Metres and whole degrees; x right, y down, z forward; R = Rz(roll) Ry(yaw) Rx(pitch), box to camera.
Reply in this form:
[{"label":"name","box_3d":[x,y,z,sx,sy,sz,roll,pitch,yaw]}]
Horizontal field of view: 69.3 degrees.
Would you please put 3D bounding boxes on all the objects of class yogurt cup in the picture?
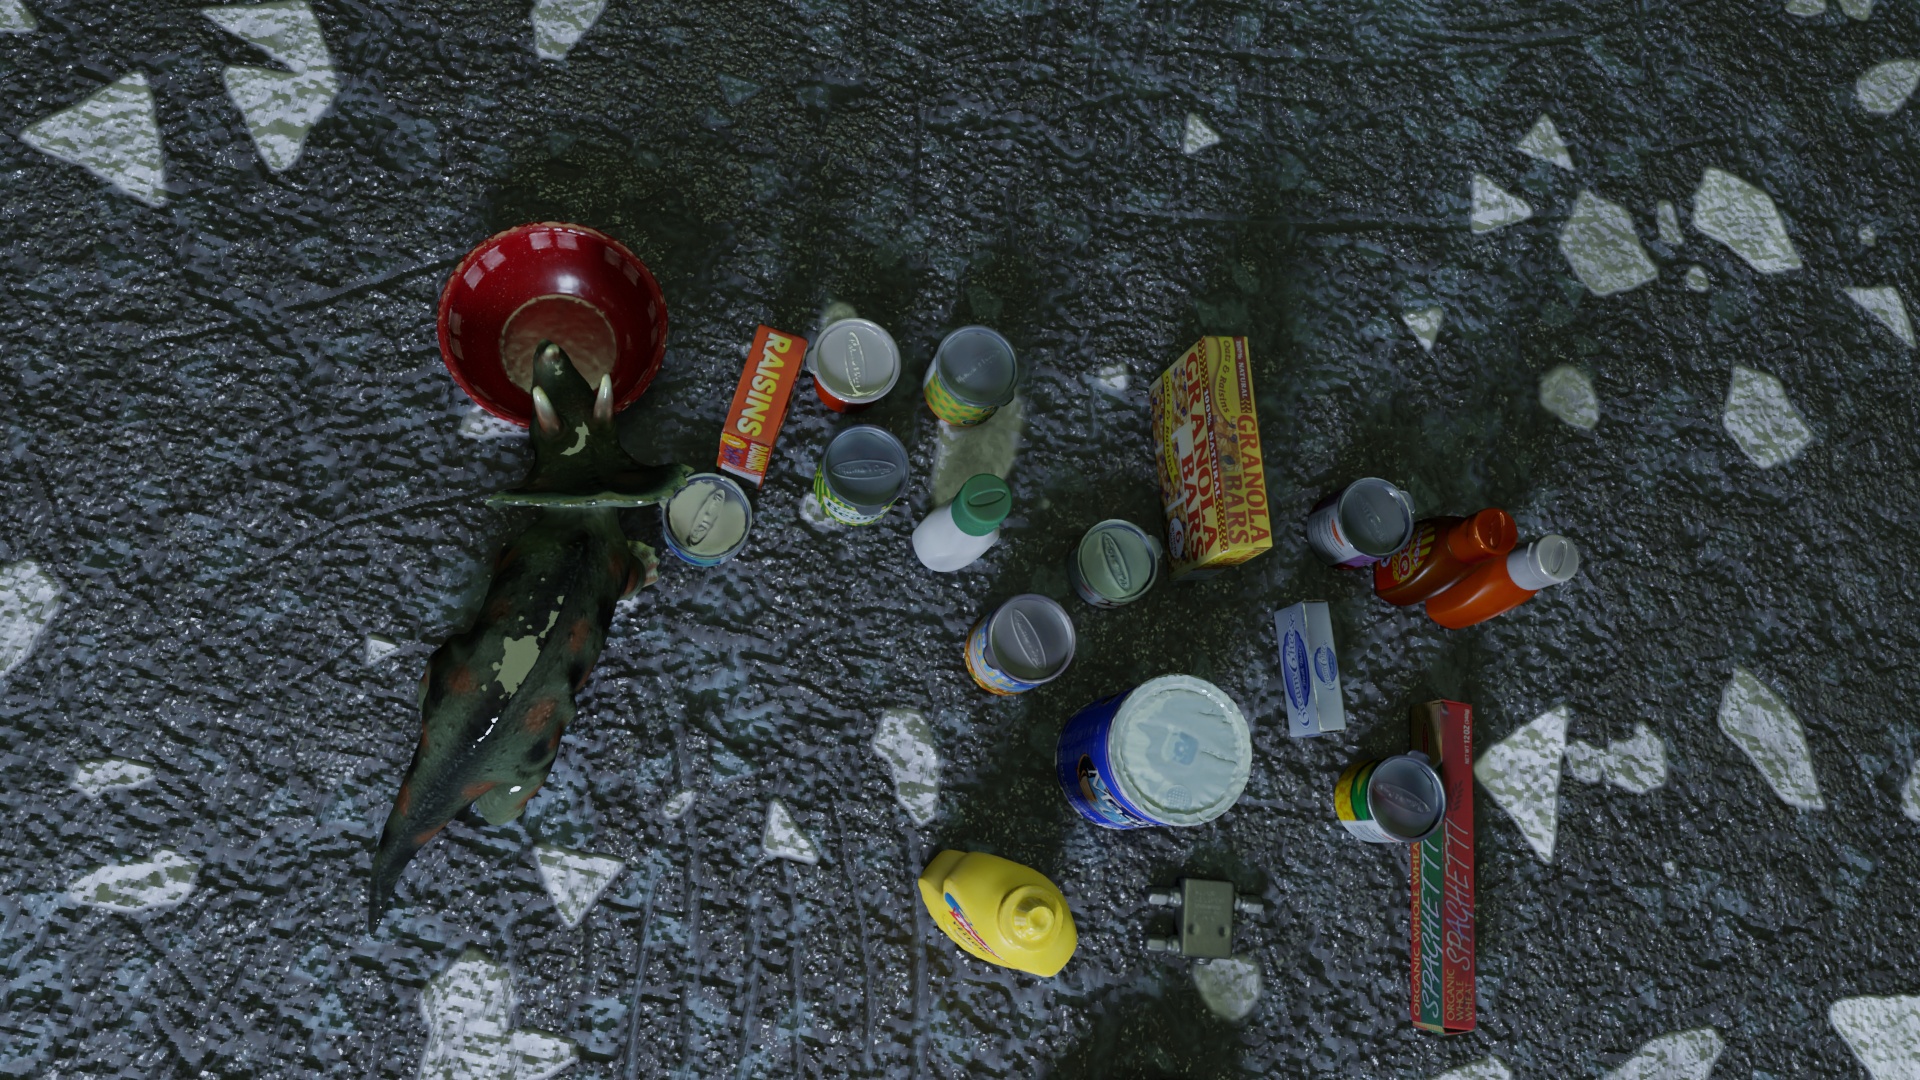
[{"label":"yogurt cup","box_3d":[-0.083,-0.131,1.071,0.072,0.053,0.072,3,76,-12]}]

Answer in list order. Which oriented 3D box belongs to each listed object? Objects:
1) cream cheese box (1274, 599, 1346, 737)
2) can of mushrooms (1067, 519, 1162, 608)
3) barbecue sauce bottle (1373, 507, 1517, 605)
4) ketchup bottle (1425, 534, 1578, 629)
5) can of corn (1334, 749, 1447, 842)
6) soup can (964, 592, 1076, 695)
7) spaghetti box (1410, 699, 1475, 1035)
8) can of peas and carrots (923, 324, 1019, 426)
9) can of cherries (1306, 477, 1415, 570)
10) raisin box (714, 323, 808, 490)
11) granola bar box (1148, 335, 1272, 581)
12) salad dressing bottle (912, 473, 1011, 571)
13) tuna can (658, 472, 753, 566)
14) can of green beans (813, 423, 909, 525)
[{"label":"cream cheese box","box_3d":[0.275,0.102,1.093,0.024,0.053,0.104,-2,77,-13]},{"label":"can of mushrooms","box_3d":[0.121,0.018,1.090,0.071,0.033,0.071,3,76,-12]},{"label":"barbecue sauce bottle","box_3d":[0.379,0.009,1.089,0.044,0.148,0.065,18,74,-8]},{"label":"ketchup bottle","box_3d":[0.425,0.028,1.094,0.043,0.148,0.065,26,73,-5]},{"label":"can of corn","box_3d":[0.334,0.199,1.081,0.071,0.058,0.071,3,76,-12]},{"label":"soup can","box_3d":[0.040,0.080,1.031,0.071,0.083,0.071,3,77,-12]},{"label":"spaghetti box","box_3d":[0.374,0.251,1.081,0.029,0.050,0.250,7,75,-11]},{"label":"can of peas and carrots","box_3d":[0.009,-0.126,1.087,0.071,0.058,0.071,3,76,-12]},{"label":"can of cherries","box_3d":[0.326,-0.013,1.130,0.071,0.058,0.071,3,76,-12]},{"label":"raisin box","box_3d":[-0.146,-0.094,1.012,0.040,0.123,0.086,19,74,-8]},{"label":"granola bar box","box_3d":[0.192,-0.060,1.077,0.039,0.124,0.166,-1,77,-13]},{"label":"salad dressing bottle","box_3d":[0.004,-0.013,1.012,0.064,0.147,0.044,-15,81,-15]},{"label":"tuna can","box_3d":[-0.190,-0.016,1.031,0.071,0.032,0.071,3,76,-12]},{"label":"can of green beans","box_3d":[-0.076,-0.049,1.050,0.071,0.057,0.071,3,76,-12]}]
